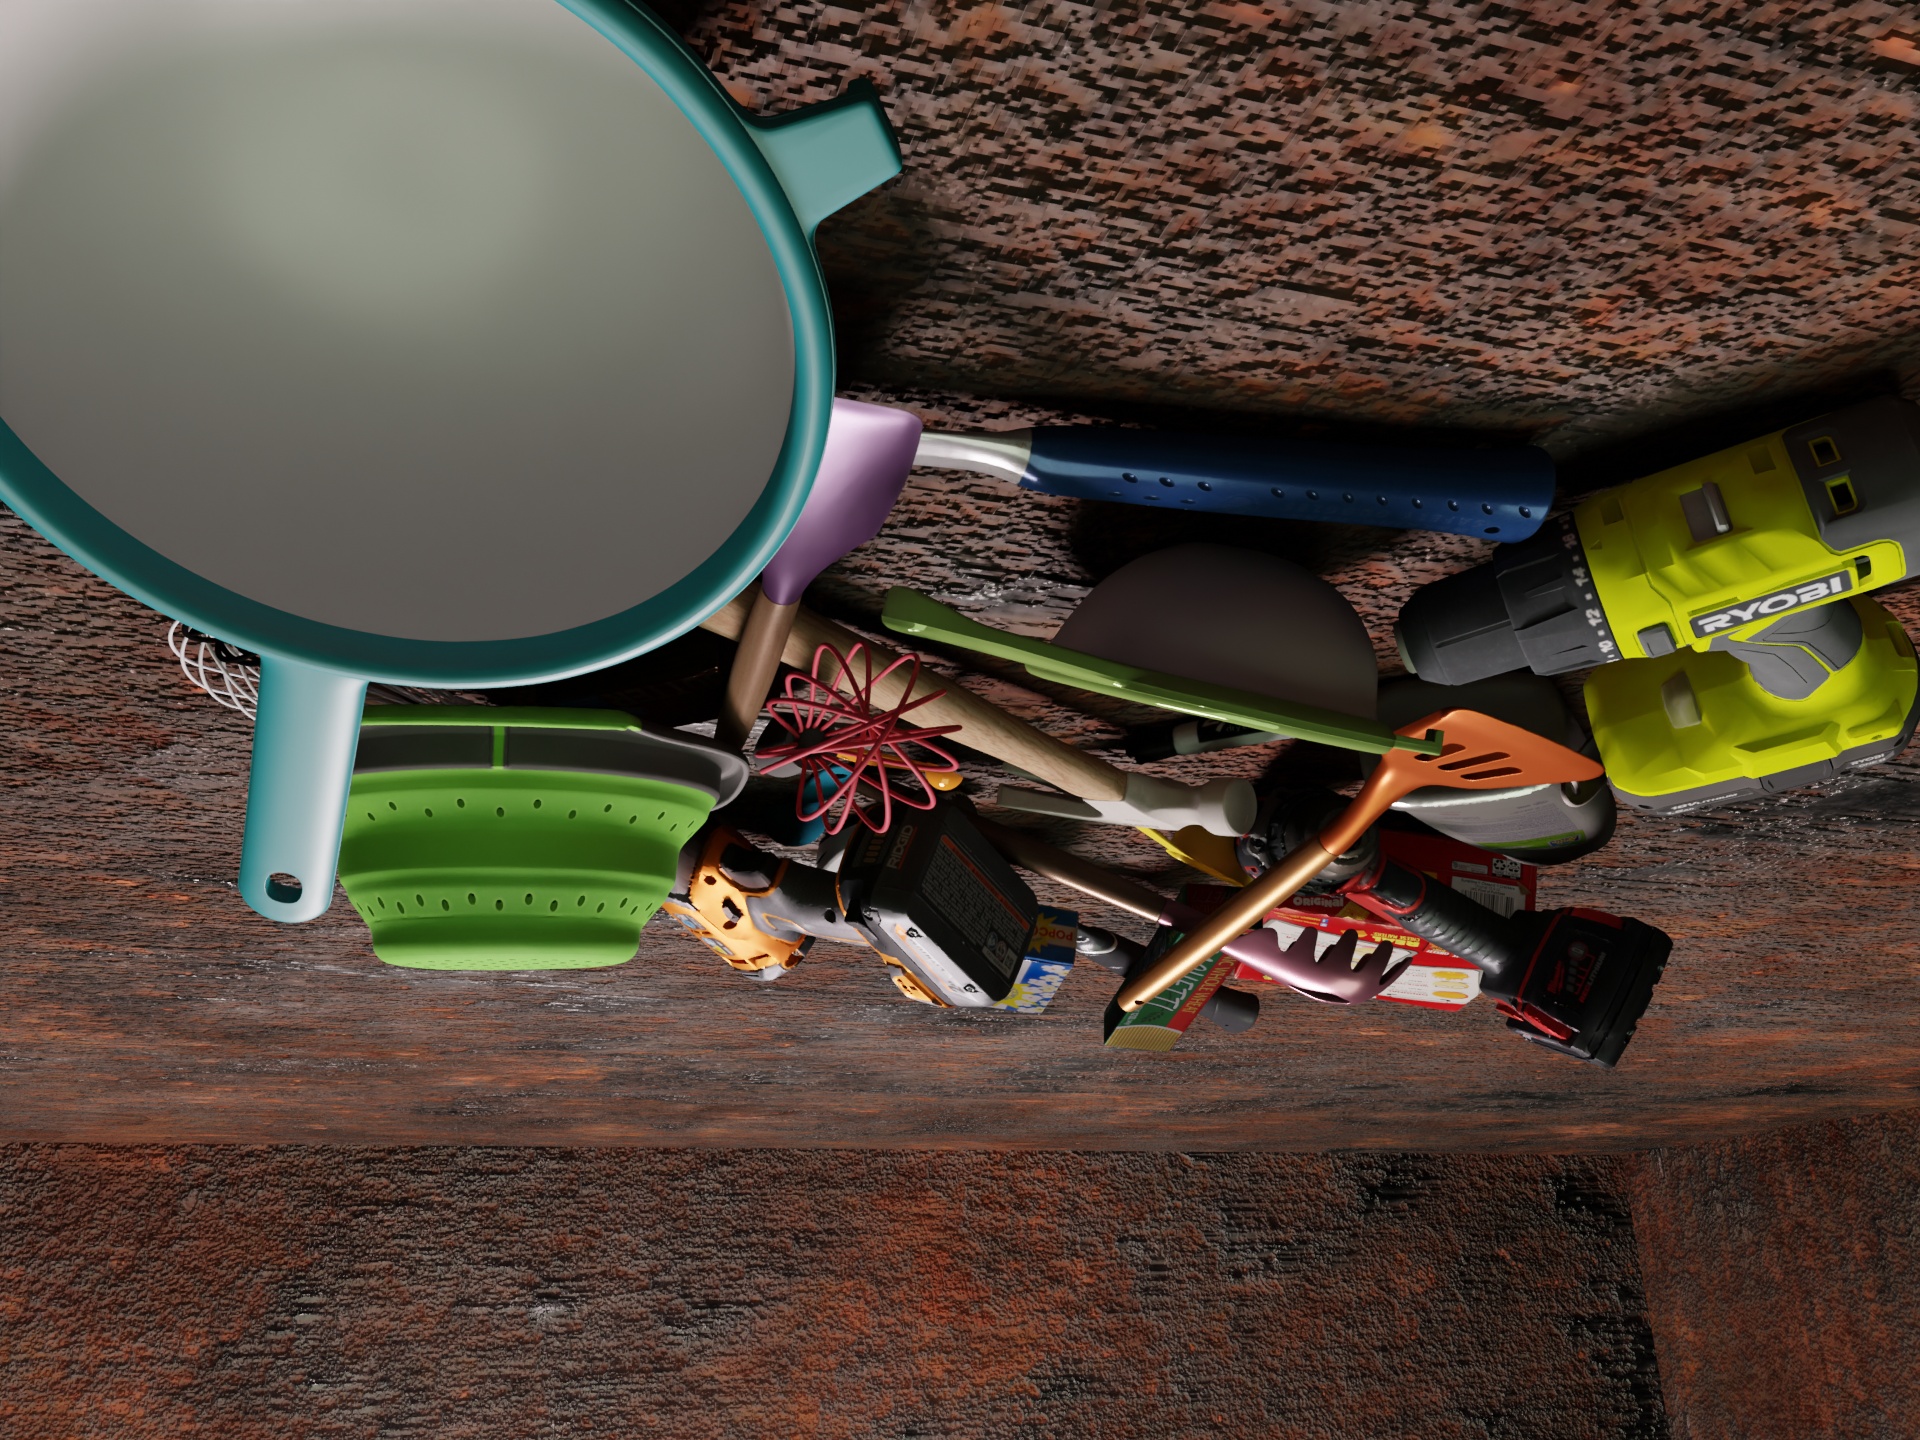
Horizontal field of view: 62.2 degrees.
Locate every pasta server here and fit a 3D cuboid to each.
[{"bbox_3d":[0.089,0.087,0.875,0.316,0.040,0.060,22,167,10],"label":"pasta server"}]

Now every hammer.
[{"bbox_3d":[-0.001,-0.002,0.758,0.130,0.031,0.331,-1,161,44],"label":"hammer"},{"bbox_3d":[0.075,0.148,1.092,0.149,0.036,0.408,-18,145,40],"label":"hammer"},{"bbox_3d":[0.009,-0.091,0.553,0.405,0.035,0.144,3,158,-12],"label":"hammer"}]

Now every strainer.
[{"bbox_3d":[-0.157,-0.072,0.427,0.211,0.095,0.340,15,136,-16],"label":"strainer"},{"bbox_3d":[0.070,-0.042,0.603,0.152,0.069,0.256,16,-177,43],"label":"strainer"}]

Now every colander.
[{"bbox_3d":[-0.212,0.075,0.772,0.204,0.094,0.397,1,169,-11],"label":"colander"}]

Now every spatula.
[{"bbox_3d":[0.165,0.078,0.770,0.081,0.041,0.322,21,138,-18],"label":"spatula"},{"bbox_3d":[-0.074,-0.040,0.604,0.059,0.018,0.315,8,158,-12],"label":"spatula"}]

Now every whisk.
[{"bbox_3d":[-0.246,-0.007,0.724,0.070,0.070,0.284,-7,163,14],"label":"whisk"},{"bbox_3d":[-0.057,0.009,0.655,0.073,0.073,0.296,4,178,-14],"label":"whisk"},{"bbox_3d":[-0.154,-0.065,0.496,0.239,0.055,0.055,-18,154,25],"label":"whisk"}]

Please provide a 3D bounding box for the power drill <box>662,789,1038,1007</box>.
[{"bbox_3d":[-0.088,0.091,0.900,0.226,0.084,0.164,-1,143,38],"label":"power drill"}]

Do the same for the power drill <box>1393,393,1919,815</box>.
[{"bbox_3d":[0.297,-0.033,0.653,0.190,0.080,0.228,-20,152,26],"label":"power drill"}]

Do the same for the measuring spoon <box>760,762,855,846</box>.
[{"bbox_3d":[-0.085,0.052,0.929,0.042,0.021,0.128,6,159,-20],"label":"measuring spoon"}]

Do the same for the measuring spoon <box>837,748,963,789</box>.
[{"bbox_3d":[-0.037,0.025,0.821,0.021,0.011,0.117,27,169,-33],"label":"measuring spoon"}]

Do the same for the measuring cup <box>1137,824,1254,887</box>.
[{"bbox_3d":[0.126,0.060,0.964,0.156,0.029,0.062,34,171,-36],"label":"measuring cup"}]

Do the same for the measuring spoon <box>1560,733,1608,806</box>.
[{"bbox_3d":[0.307,0.015,0.772,0.018,0.034,0.124,-28,-177,43],"label":"measuring spoon"}]

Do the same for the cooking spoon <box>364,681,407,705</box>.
[{"bbox_3d":[-0.273,0.003,0.797,0.069,0.017,0.318,-3,160,12],"label":"cooking spoon"}]

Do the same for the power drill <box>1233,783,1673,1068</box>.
[{"bbox_3d":[0.262,0.101,0.871,0.226,0.080,0.188,27,176,3],"label":"power drill"}]
